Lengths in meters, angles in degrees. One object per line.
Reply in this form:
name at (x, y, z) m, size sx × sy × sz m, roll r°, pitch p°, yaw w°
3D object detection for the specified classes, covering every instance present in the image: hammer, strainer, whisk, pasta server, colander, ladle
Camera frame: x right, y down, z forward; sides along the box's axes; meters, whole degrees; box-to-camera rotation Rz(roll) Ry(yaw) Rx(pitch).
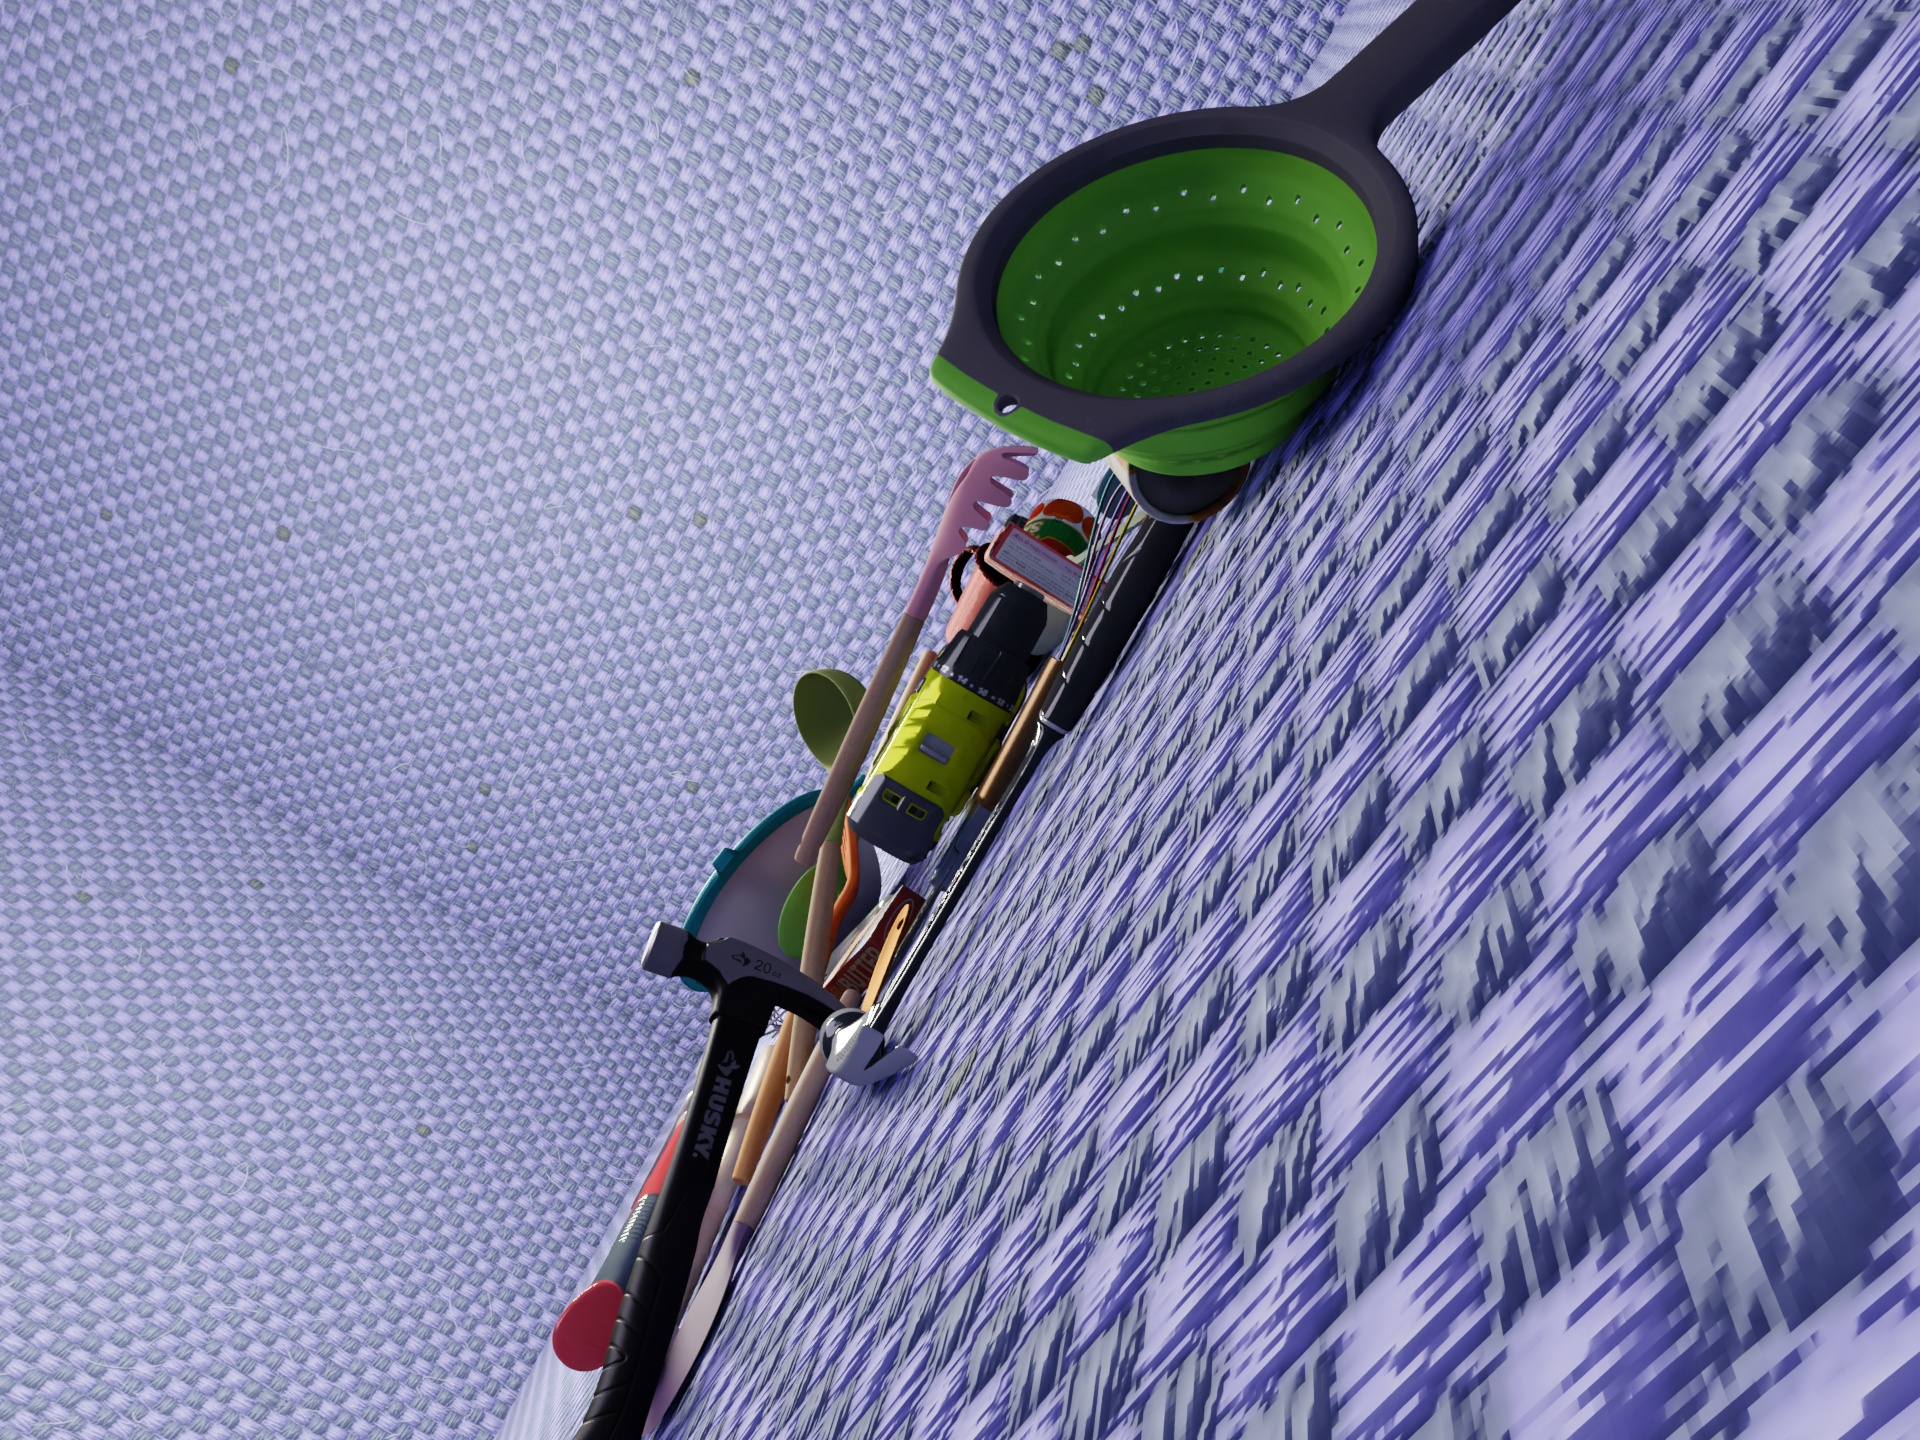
hammer at (-0.188, 0.365, 1.147) m, size 0.146 × 0.038 × 0.411 m, roll -59°, pitch 3°, yaw 20°
strainer at (-0.152, 0.219, 1.387) m, size 0.211 × 0.095 × 0.340 m, roll -28°, pitch -35°, yaw -49°
whisk at (0.072, -0.055, 0.960) m, size 0.245 × 0.051 × 0.047 m, roll -62°, pitch 9°, yaw 5°
pasta server at (-0.034, -0.041, 1.042) m, size 0.060 × 0.040 × 0.316 m, roll -78°, pitch 13°, yaw -78°
hammer at (0.042, 0.014, 0.856) m, size 0.409 × 0.036 × 0.149 m, roll -60°, pitch 5°, yaw -9°
hammer at (0.134, -0.197, 1.187) m, size 0.128 × 0.033 × 0.331 m, roll -59°, pitch 0°, yaw 19°
colander at (0.163, -0.237, 0.756) m, size 0.397 × 0.205 × 0.094 m, roll -44°, pitch -35°, yaw -15°
whisk at (-0.097, 0.194, 1.223) m, size 0.059 × 0.058 × 0.246 m, roll -22°, pitch -18°, yaw -39°
hammer at (-0.154, 0.281, 0.905) m, size 0.035 × 0.146 × 0.335 m, roll 124°, pitch 164°, yaw -51°
hammer at (-0.218, 0.348, 1.083) m, size 0.143 × 0.038 × 0.386 m, roll -63°, pitch 2°, yaw 5°
ladle at (-0.106, 0.109, 1.128) m, size 0.078 × 0.062 × 0.320 m, roll -33°, pitch 44°, yaw 51°

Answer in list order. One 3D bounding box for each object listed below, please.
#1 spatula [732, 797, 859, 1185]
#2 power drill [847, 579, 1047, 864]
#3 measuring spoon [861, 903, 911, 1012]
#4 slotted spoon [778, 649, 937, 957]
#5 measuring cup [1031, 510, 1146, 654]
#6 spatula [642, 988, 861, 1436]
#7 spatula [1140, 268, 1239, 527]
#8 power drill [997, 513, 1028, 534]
spatula at (-0.114, 0.178, 1.149) m, size 0.081 × 0.041 × 0.323 m, roll 100°, pitch -174°, yaw -55°
power drill at (-0.002, -0.004, 1.098) m, size 0.190 × 0.080 × 0.228 m, roll -60°, pitch 0°, yaw 1°
measuring spoon at (-0.047, 0.161, 0.970) m, size 0.021 × 0.011 × 0.117 m, roll -42°, pitch 21°, yaw 46°
slotted spoon at (-0.075, 0.060, 1.317) m, size 0.070 × 0.031 × 0.314 m, roll 62°, pitch -141°, yaw -43°
measuring cup at (0.096, -0.101, 1.132) m, size 0.167 × 0.038 × 0.083 m, roll -35°, pitch 15°, yaw 40°
spatula at (-0.123, 0.291, 0.985) m, size 0.059 × 0.018 × 0.316 m, roll -46°, pitch 13°, yaw 45°
spatula at (0.156, -0.215, 1.088) m, size 0.082 × 0.044 × 0.318 m, roll 89°, pitch -160°, yaw -48°
power drill at (0.019, -0.054, 1.439) m, size 0.227 × 0.080 × 0.187 m, roll -65°, pitch 6°, yaw -34°
